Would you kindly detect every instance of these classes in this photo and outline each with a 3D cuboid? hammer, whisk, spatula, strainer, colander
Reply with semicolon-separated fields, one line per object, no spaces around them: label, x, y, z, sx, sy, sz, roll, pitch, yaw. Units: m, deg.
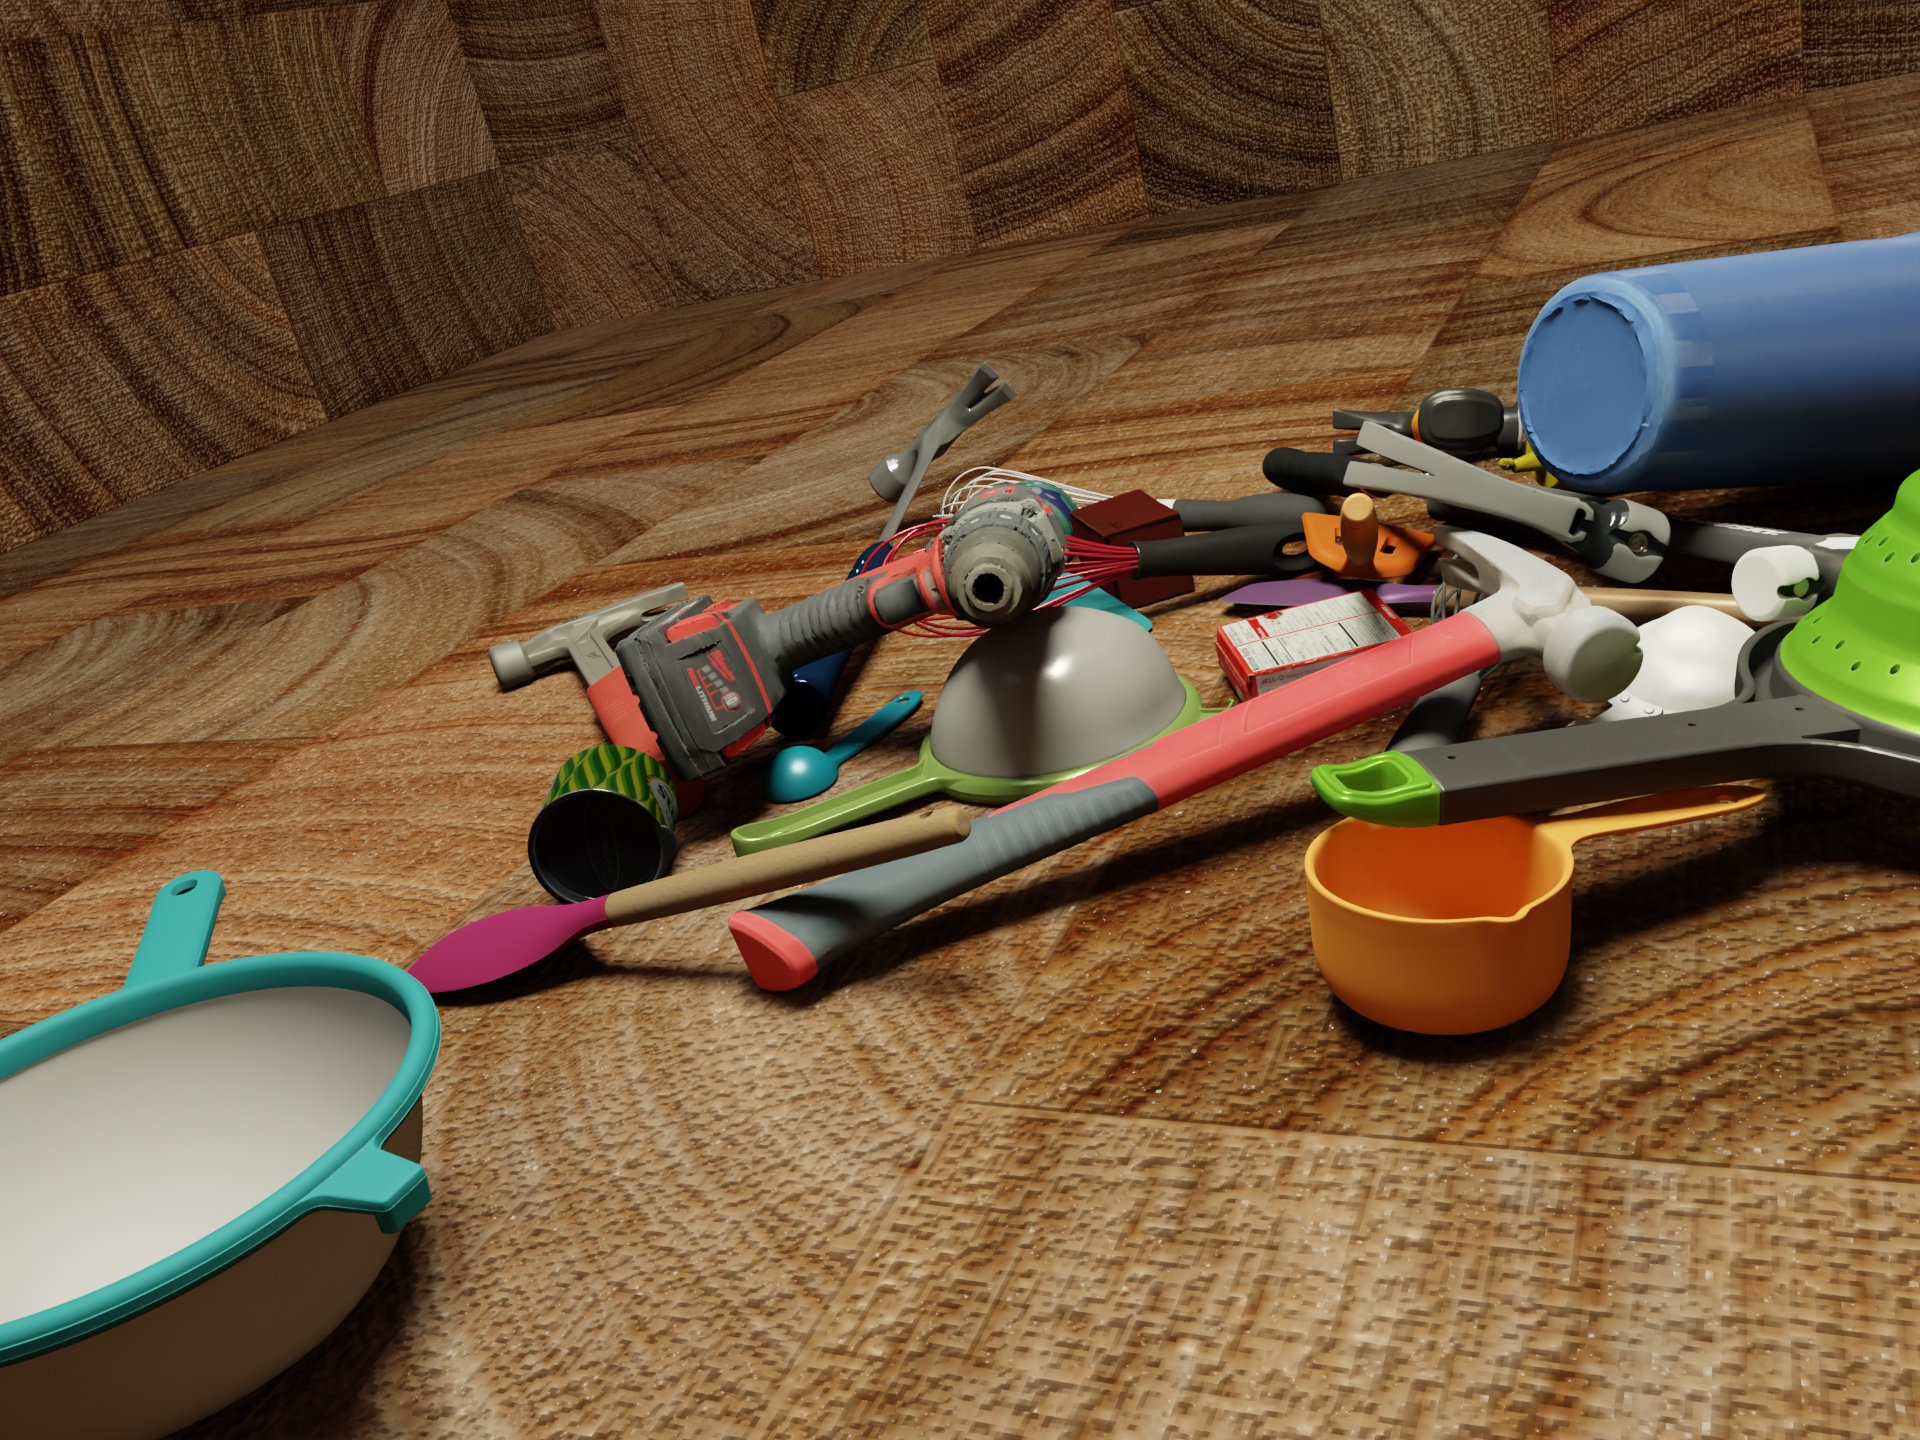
hammer;-0.206;-0.017;1.007;0.149;0.036;0.359;-21;23;-15
hammer;0.082;0.016;0.690;0.386;0.038;0.143;-23;27;-3
whisk;0.110;-0.139;1.087;0.285;0.070;0.070;4;28;28
spatula;0.205;-0.098;0.808;0.081;0.041;0.322;13;4;14
hammer;0.364;-0.104;0.848;0.146;0.035;0.335;-8;16;-18
strainer;0.268;0.005;0.667;0.258;0.050;0.087;-29;41;-24
whisk;0.227;-0.019;0.737;0.055;0.055;0.239;0;31;32
colander;0.318;-0.031;0.566;0.397;0.094;0.205;-7;22;-8
hammer;0.242;-0.138;0.922;0.149;0.036;0.409;17;10;-8
hammer;0.283;-0.177;0.957;0.127;0.034;0.337;1;9;15
strainer;-0.286;0.152;0.582;0.211;0.095;0.341;-17;20;-15
whisk;0.084;-0.093;0.944;0.295;0.073;0.073;-6;20;-14
hammer;-0.050;-0.120;1.069;0.144;0.035;0.406;-39;17;31
strainer;-0.001;-0.003;0.802;0.256;0.069;0.152;-21;23;-19
spatula;0.281;-0.065;0.848;0.316;0.018;0.060;7;23;43
spatula;0.005;-0.084;1.059;0.082;0.044;0.318;-24;20;-22

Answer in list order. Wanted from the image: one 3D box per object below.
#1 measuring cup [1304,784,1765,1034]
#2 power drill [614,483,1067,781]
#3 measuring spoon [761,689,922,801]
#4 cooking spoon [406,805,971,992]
measuring cup;0.205;0.062;0.557;0.173;0.052;0.095;-11;21;-12
power drill;-0.053;-0.050;0.800;0.226;0.080;0.188;-22;11;10
measuring spoon;-0.063;0.006;0.882;0.042;0.021;0.128;5;30;38
cooking spoon;-0.130;0.077;0.687;0.319;0.017;0.069;-16;19;31
